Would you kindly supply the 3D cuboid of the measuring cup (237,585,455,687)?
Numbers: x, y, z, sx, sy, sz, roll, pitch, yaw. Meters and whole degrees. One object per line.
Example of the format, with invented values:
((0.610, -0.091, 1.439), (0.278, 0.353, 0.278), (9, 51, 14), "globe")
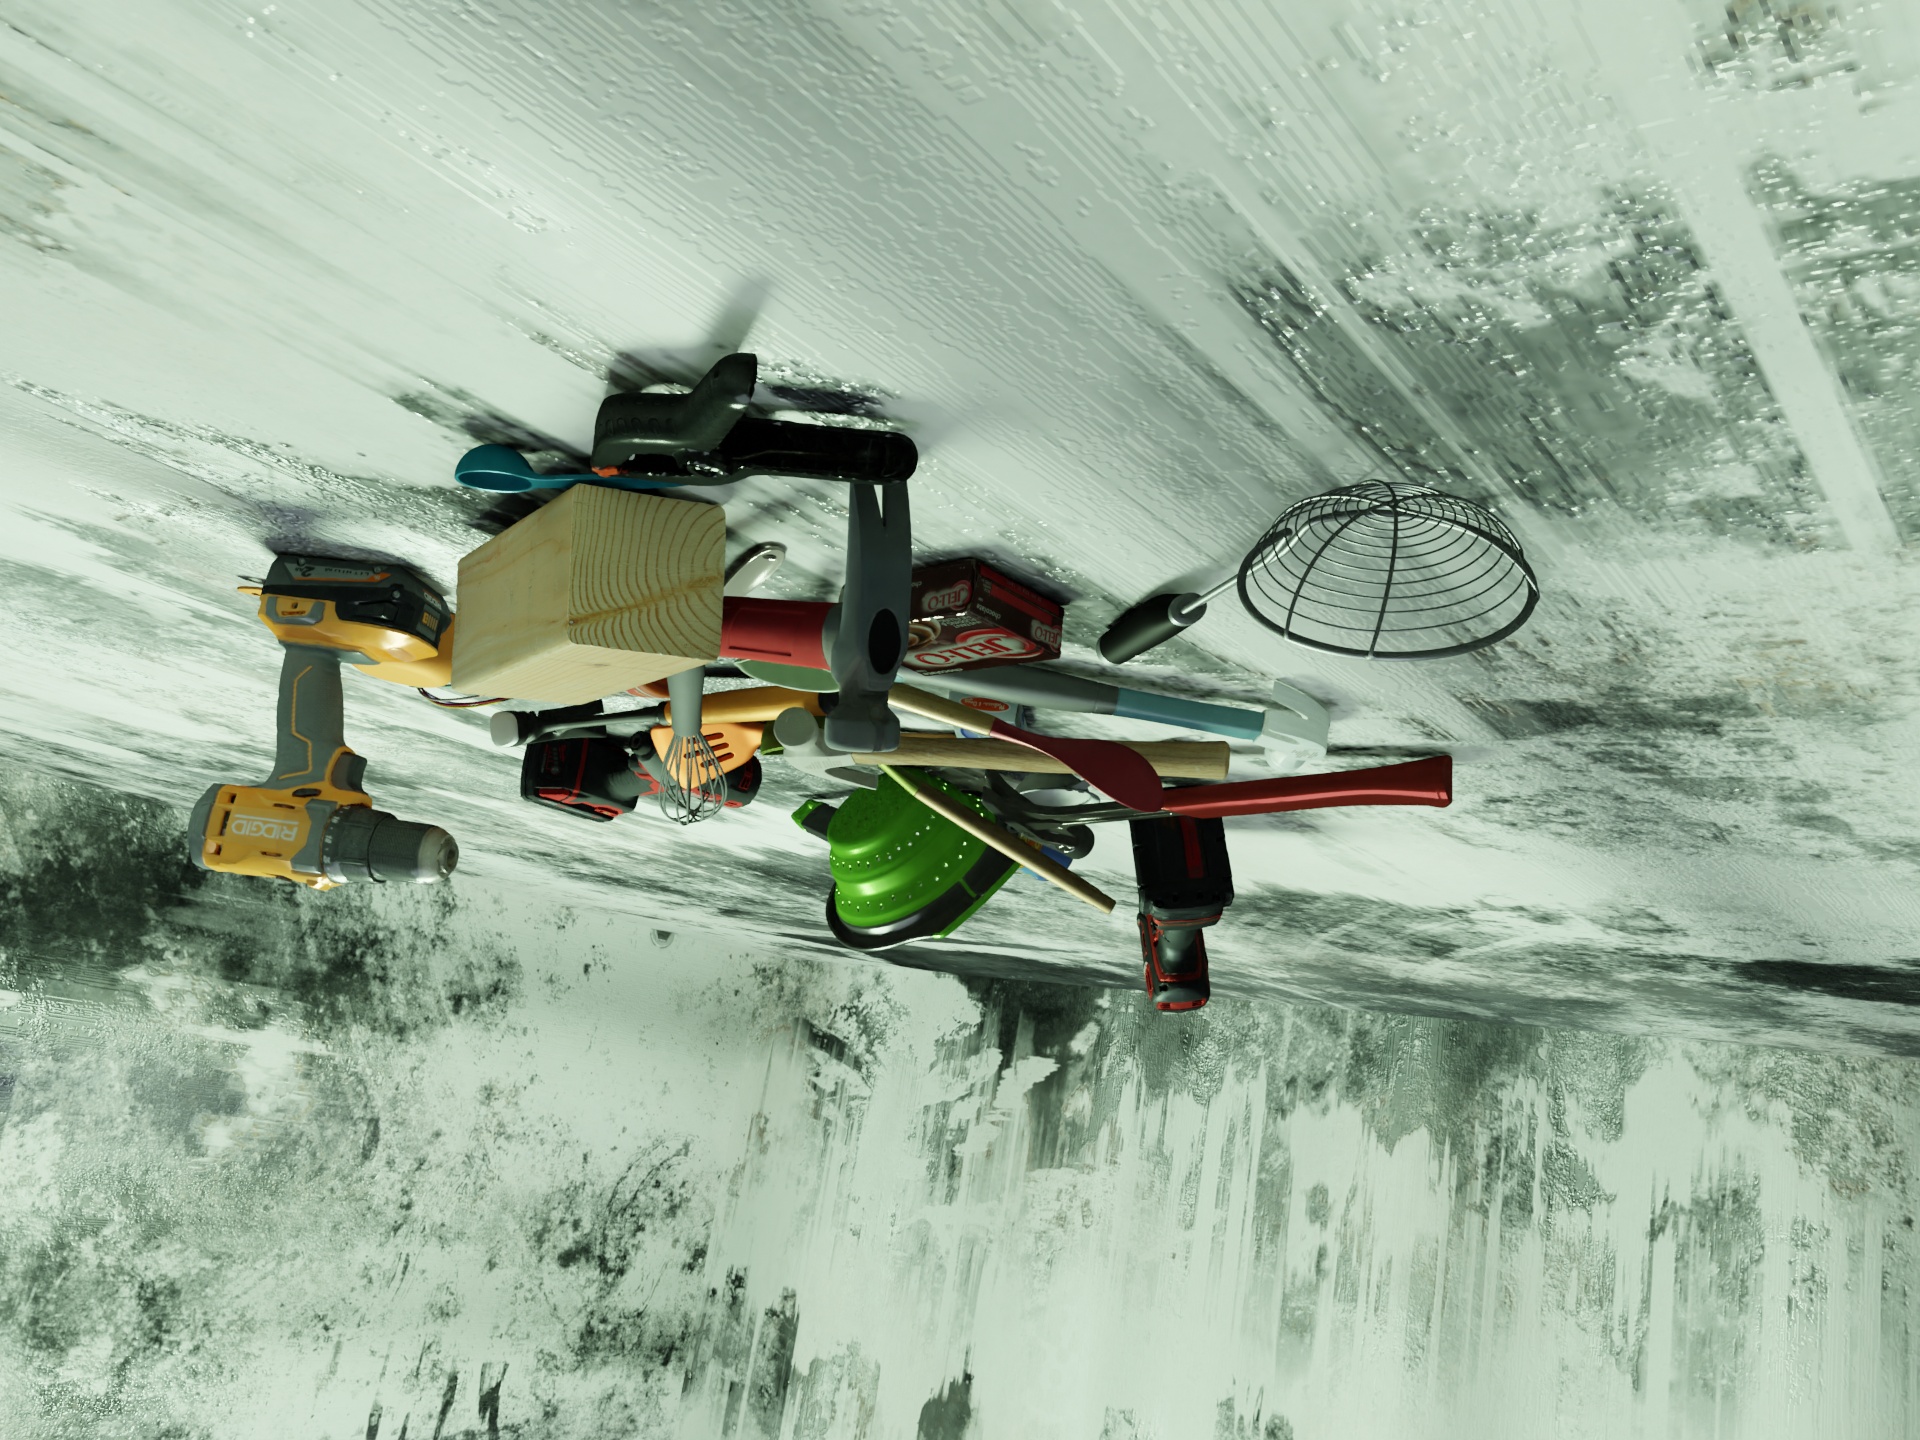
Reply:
((-0.468, -0.065, 1.219), (0.173, 0.052, 0.095), (10, 166, -10), "measuring cup")

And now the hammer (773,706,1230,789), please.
((0.034, 0.026, 1.193), (0.331, 0.031, 0.130), (2, 165, 5), "hammer")

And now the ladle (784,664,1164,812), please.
((-0.002, -0.004, 1.128), (0.315, 0.031, 0.069), (19, -156, 5), "ladle")

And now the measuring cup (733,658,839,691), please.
((-0.102, -0.058, 1.046), (0.083, 0.038, 0.167), (12, 164, -9), "measuring cup")

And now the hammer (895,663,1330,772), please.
((0.093, -0.015, 1.096), (0.331, 0.033, 0.128), (10, 167, -2), "hammer")

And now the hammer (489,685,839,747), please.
((-0.215, -0.007, 1.283), (0.337, 0.034, 0.127), (-4, -177, 30), "hammer")

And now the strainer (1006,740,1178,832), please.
((0.113, 0.048, 1.324), (0.086, 0.050, 0.258), (10, 162, -30), "strainer")

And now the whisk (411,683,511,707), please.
((-0.346, -0.035, 1.296), (0.245, 0.047, 0.051), (0, 176, 19), "whisk")

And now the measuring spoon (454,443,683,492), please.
((-0.206, -0.137, 0.853), (0.128, 0.021, 0.042), (0, 173, -1), "measuring spoon")

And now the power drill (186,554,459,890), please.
((-0.424, 0.007, 1.116), (0.185, 0.226, 0.084), (7, 166, 10), "power drill")

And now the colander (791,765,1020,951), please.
((-0.095, 0.098, 1.543), (0.094, 0.204, 0.397), (56, 161, -24), "colander")

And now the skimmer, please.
((0.152, -0.044, 0.823), (0.127, 0.090, 0.363), (-20, 177, -17), "skimmer")

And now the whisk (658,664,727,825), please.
((-0.201, 0.003, 1.187), (0.055, 0.055, 0.238), (9, 140, 0), "whisk")

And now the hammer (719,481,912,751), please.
((-0.143, -0.071, 0.939), (0.038, 0.143, 0.386), (0, -175, -34), "hammer")

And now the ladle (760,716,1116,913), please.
((-0.018, 0.080, 1.297), (0.320, 0.062, 0.078), (32, 174, 0), "ladle")

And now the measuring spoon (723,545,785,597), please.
((-0.137, -0.091, 0.992), (0.034, 0.018, 0.124), (9, 161, -28), "measuring spoon")

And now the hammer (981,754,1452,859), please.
((0.198, 0.058, 1.230), (0.359, 0.037, 0.149), (-8, 152, 33), "hammer")

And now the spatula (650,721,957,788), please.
((-0.111, 0.024, 1.367), (0.323, 0.041, 0.080), (1, 135, 22), "spatula")

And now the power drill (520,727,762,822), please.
((-0.312, 0.044, 1.519), (0.220, 0.079, 0.143), (-5, 161, 36), "power drill")

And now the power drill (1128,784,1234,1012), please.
((0.191, 0.142, 1.443), (0.080, 0.188, 0.226), (-5, 148, 2), "power drill")
